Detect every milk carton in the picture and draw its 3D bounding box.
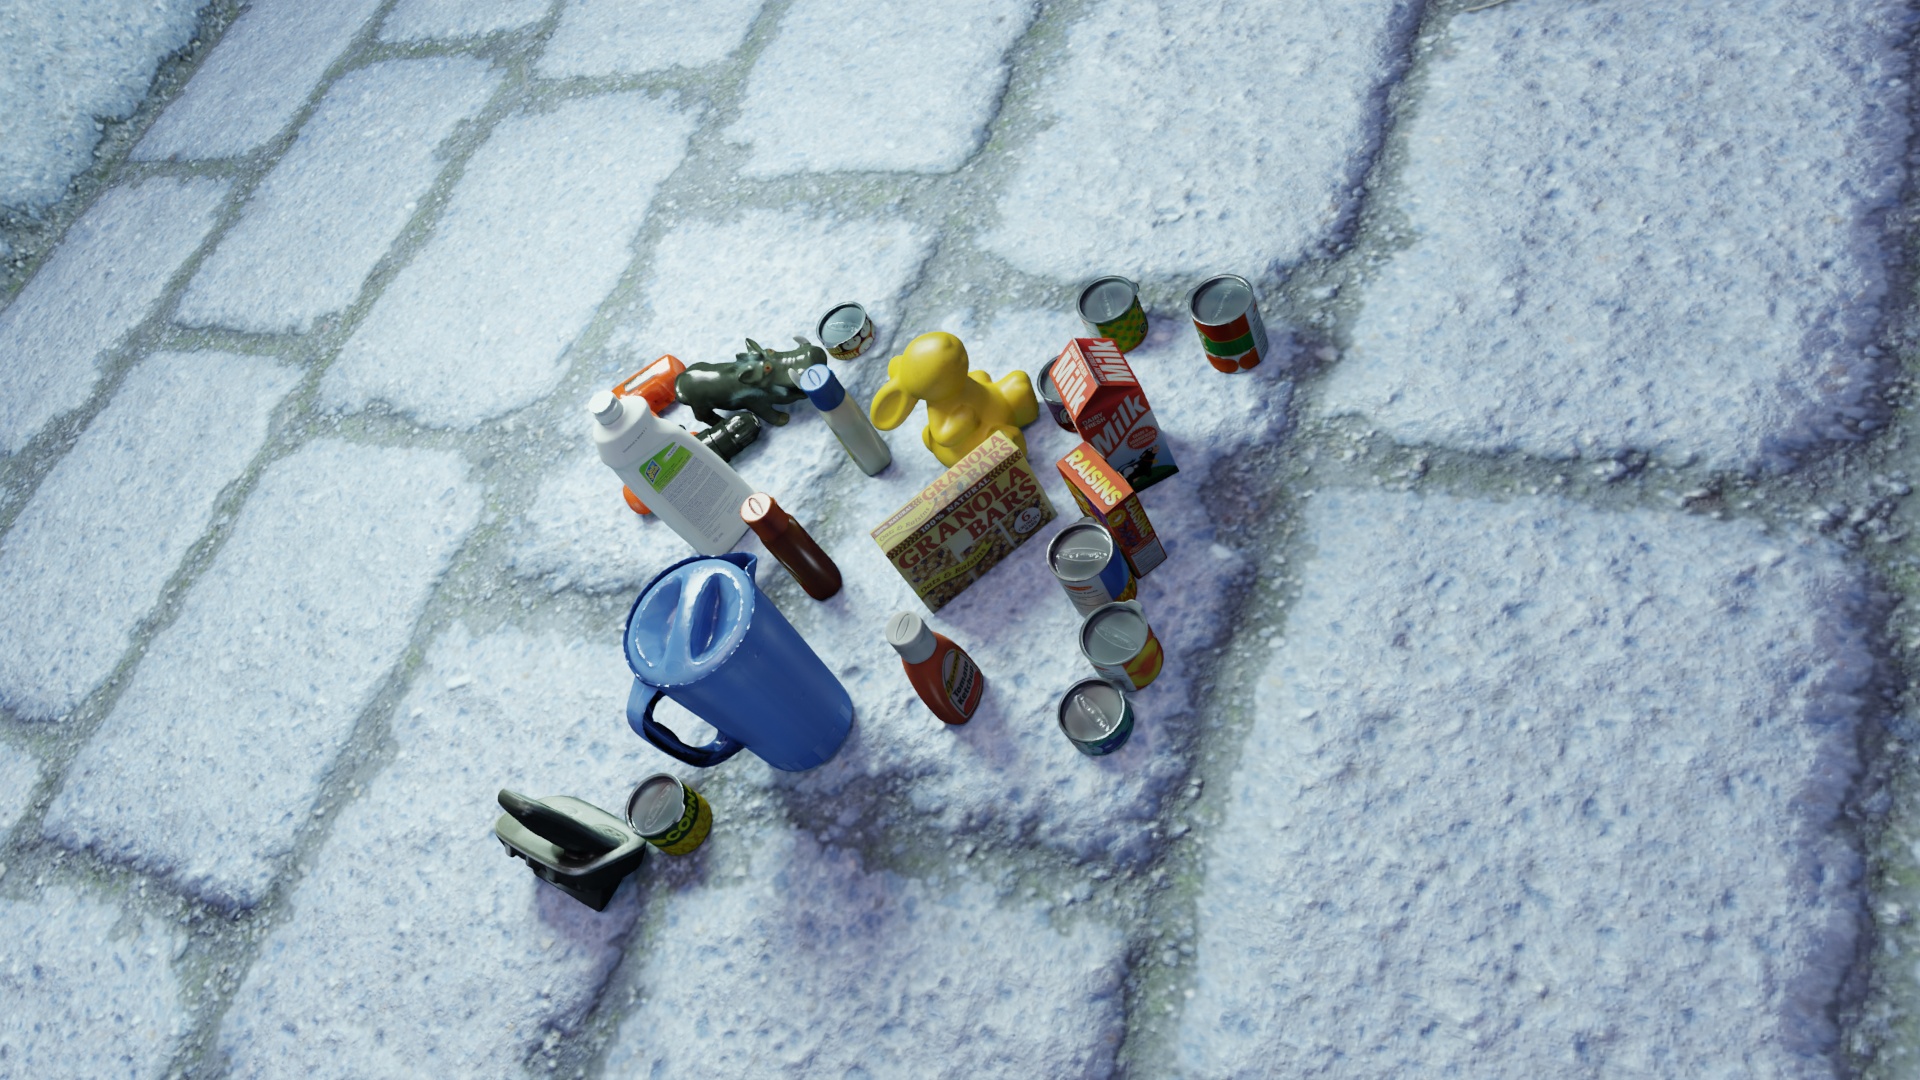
[{"bbox_3d":[0.146,-0.125,1.353,0.073,0.190,0.072,-28,51,6],"label":"milk carton"}]

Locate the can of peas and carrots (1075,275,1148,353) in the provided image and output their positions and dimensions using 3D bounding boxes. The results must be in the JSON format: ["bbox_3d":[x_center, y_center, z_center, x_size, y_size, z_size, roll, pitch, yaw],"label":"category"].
[{"bbox_3d":[0.168,-0.245,1.508,0.071,0.058,0.071,-12,55,18],"label":"can of peas and carrots"}]

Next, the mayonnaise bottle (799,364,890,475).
[{"bbox_3d":[-0.127,-0.134,1.513,0.041,0.147,0.065,-34,51,1],"label":"mayonnaise bottle"}]

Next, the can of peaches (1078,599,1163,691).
[{"bbox_3d":[0.151,0.098,1.287,0.071,0.058,0.071,-12,55,18],"label":"can of peaches"}]

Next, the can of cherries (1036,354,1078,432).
[{"bbox_3d":[0.122,-0.154,1.469,0.071,0.058,0.072,-12,55,18],"label":"can of cherries"}]

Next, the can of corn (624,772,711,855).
[{"bbox_3d":[-0.286,0.272,1.374,0.071,0.058,0.071,-12,55,18],"label":"can of corn"}]

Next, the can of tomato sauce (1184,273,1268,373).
[{"bbox_3d":[0.274,-0.221,1.427,0.071,0.083,0.071,-12,55,18],"label":"can of tomato sauce"}]

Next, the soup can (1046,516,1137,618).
[{"bbox_3d":[0.127,0.028,1.327,0.071,0.083,0.072,-12,55,18],"label":"soup can"}]

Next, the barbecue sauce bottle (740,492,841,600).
[{"bbox_3d":[-0.177,0.003,1.444,0.044,0.148,0.065,-37,51,-1],"label":"barbecue sauce bottle"}]

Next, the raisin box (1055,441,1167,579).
[{"bbox_3d":[0.146,-0.028,1.331,0.040,0.123,0.086,-38,51,-2],"label":"raisin box"}]

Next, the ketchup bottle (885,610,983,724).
[{"bbox_3d":[-0.026,0.115,1.299,0.043,0.148,0.065,5,61,28],"label":"ketchup bottle"}]

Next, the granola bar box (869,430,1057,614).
[{"bbox_3d":[0.005,-0.017,1.389,0.165,0.123,0.039,-38,51,-3],"label":"granola bar box"}]

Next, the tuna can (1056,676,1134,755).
[{"bbox_3d":[0.126,0.160,1.273,0.071,0.032,0.071,-12,54,18],"label":"tuna can"}]

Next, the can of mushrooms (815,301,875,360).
[{"bbox_3d":[-0.138,-0.250,1.670,0.071,0.033,0.071,-12,54,18],"label":"can of mushrooms"}]
